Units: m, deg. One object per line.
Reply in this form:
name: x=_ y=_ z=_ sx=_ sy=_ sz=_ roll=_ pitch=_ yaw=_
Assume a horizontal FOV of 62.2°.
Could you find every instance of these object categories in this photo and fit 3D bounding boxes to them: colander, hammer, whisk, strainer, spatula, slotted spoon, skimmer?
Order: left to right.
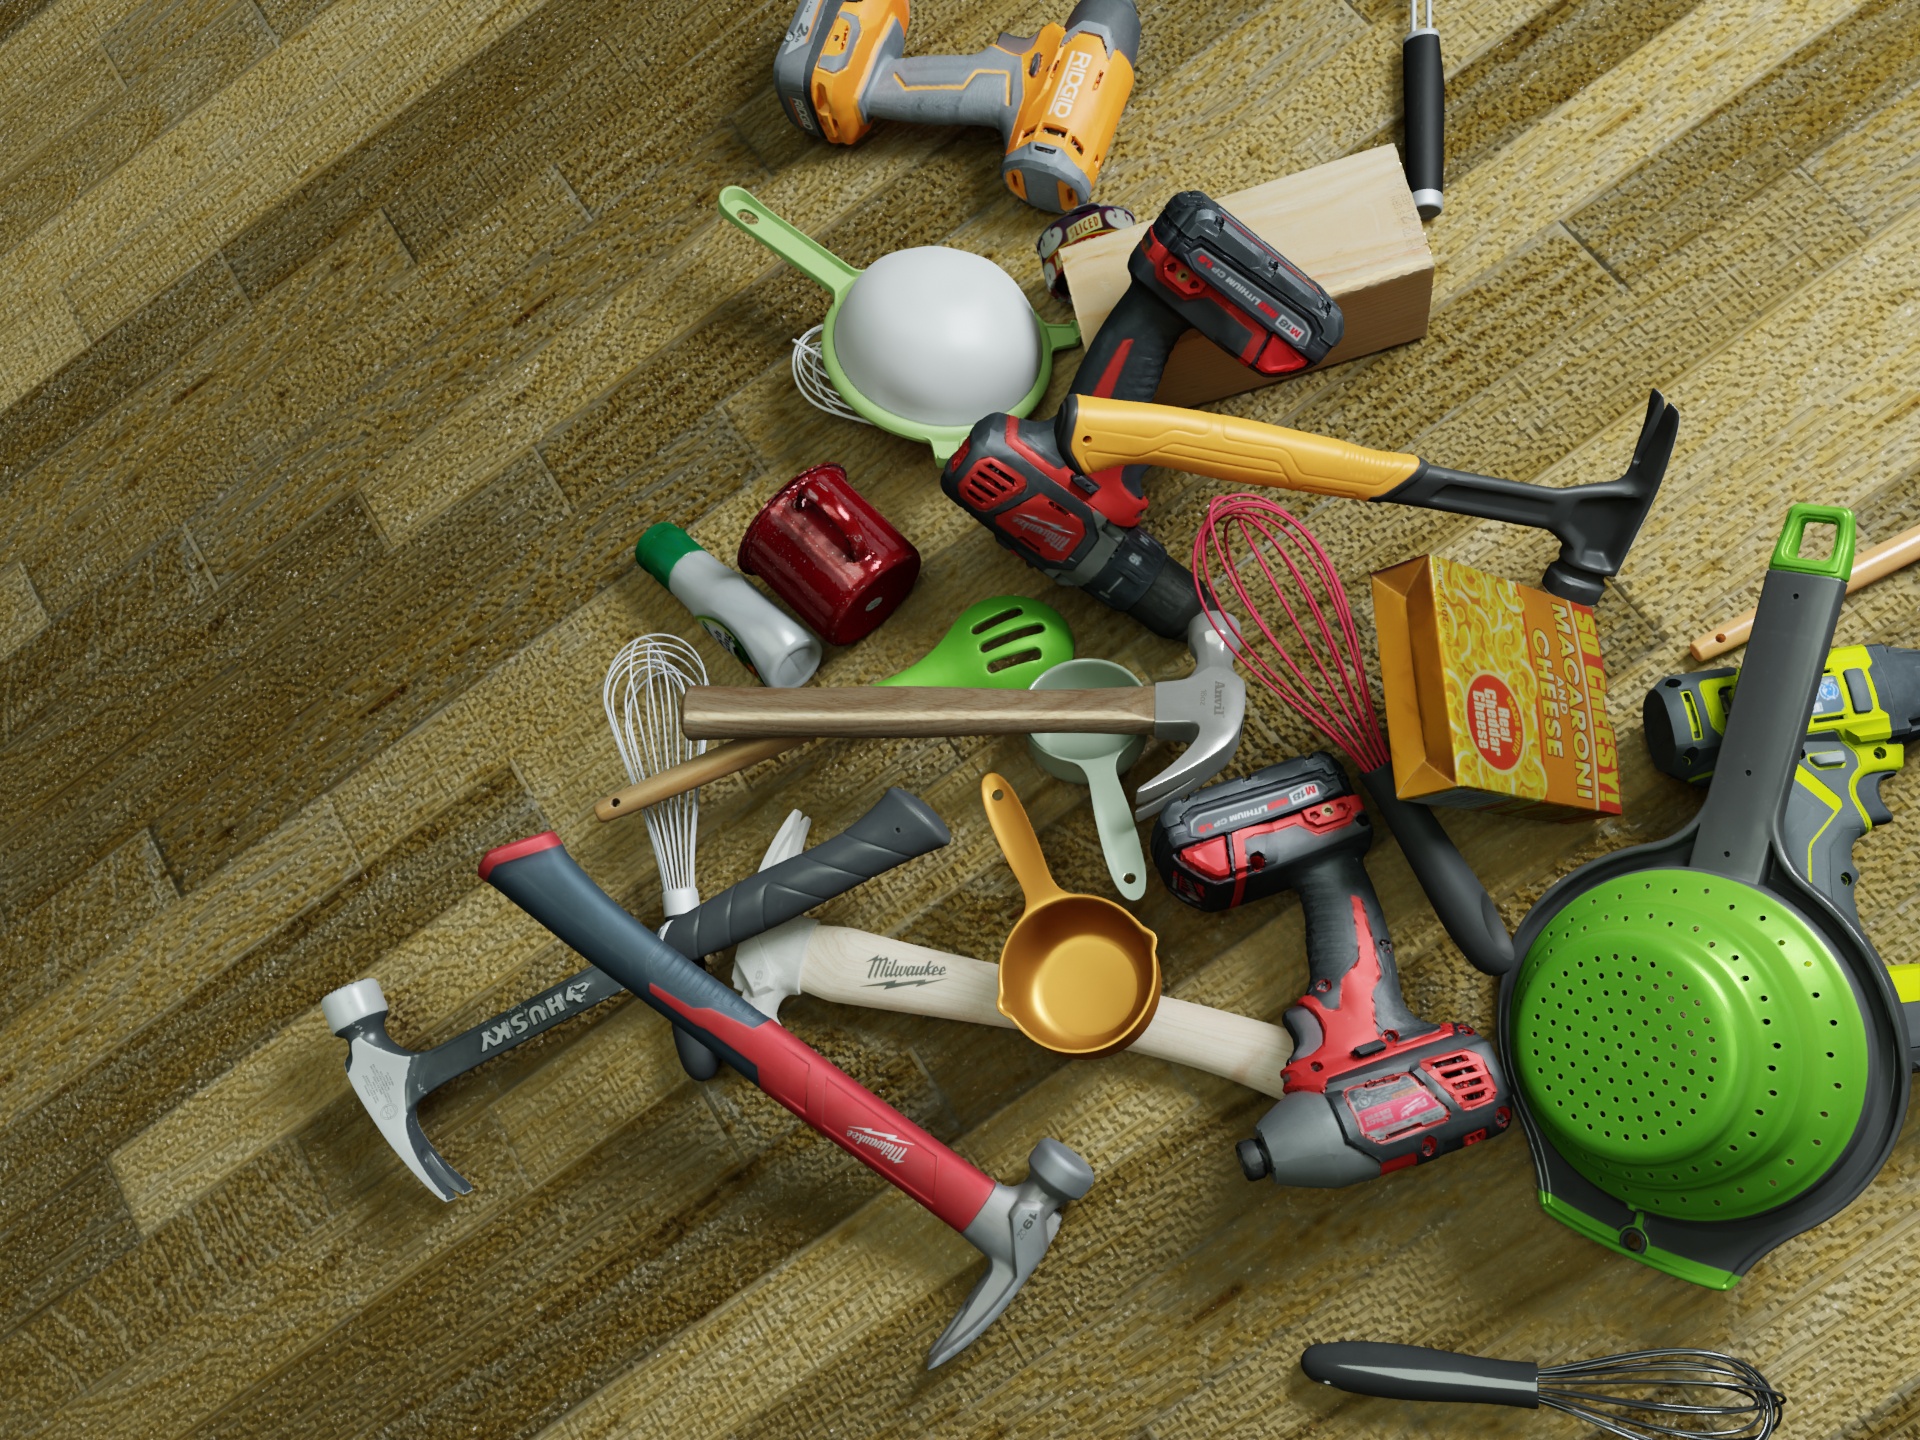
hammer: x=-0.190 y=0.149 z=0.954 sx=0.409 sy=0.036 sz=0.149 roll=-27 pitch=82 yaw=10
whisk: x=-0.181 y=0.083 z=1.000 sx=0.070 sy=0.070 sz=0.285 roll=-11 pitch=79 yaw=10
hammer: x=-0.120 y=0.202 z=0.905 sx=0.386 sy=0.038 sz=0.143 roll=36 pitch=91 yaw=1
slotted spoon: x=-0.076 y=-0.002 z=0.977 sx=0.314 sy=0.031 sz=0.070 roll=-23 pitch=73 yaw=-4
strainer: x=-0.053 y=-0.284 z=1.012 sx=0.256 sy=0.069 sz=0.151 roll=37 pitch=63 yaw=10
whisk: x=-0.009 y=-0.187 z=1.029 sx=0.246 sy=0.059 sz=0.058 roll=32 pitch=99 yaw=13
hammer: x=-0.001 y=-0.003 z=0.930 sx=0.331 sy=0.031 sz=0.130 roll=-1 pitch=54 yaw=8
hammer: x=0.064 y=0.160 z=0.933 sx=0.411 sy=0.038 sz=0.146 roll=10 pitch=78 yaw=15
whisk: x=0.211 y=0.008 z=0.848 sx=0.073 sy=0.073 sz=0.296 roll=-31 pitch=89 yaw=4
hammer: x=0.218 y=-0.143 z=0.872 sx=0.337 sy=0.127 sz=0.034 roll=8 pitch=35 yaw=-8
skimmer: x=0.278 y=-0.503 z=1.017 sx=0.127 sy=0.090 sz=0.363 roll=-8 pitch=75 yaw=44
whisk: x=0.299 y=0.347 z=0.831 sx=0.239 sy=0.055 sz=0.055 roll=-1 pitch=76 yaw=18
colander: x=0.365 y=0.081 z=0.785 sx=0.205 sy=0.094 sz=0.397 roll=17 pitch=95 yaw=44
spatula: x=0.559 y=-0.115 z=0.883 sx=0.322 sy=0.041 sz=0.081 roll=-28 pitch=73 yaw=6

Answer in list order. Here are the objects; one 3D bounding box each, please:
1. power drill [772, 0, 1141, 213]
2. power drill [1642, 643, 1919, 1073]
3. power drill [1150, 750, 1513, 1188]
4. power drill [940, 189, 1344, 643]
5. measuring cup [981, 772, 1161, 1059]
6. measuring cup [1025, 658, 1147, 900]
power drill: x=0.006 y=-0.448 z=1.073 sx=0.226 sy=0.084 sz=0.164 roll=20 pitch=81 yaw=12
power drill: x=0.477 y=0.071 z=0.839 sx=0.171 sy=0.080 sz=0.223 roll=-9 pitch=72 yaw=6
power drill: x=0.187 y=0.140 z=0.862 sx=0.143 sy=0.078 sz=0.220 roll=-19 pitch=65 yaw=-3
power drill: x=0.122 y=-0.165 z=0.921 sx=0.187 sy=0.080 sz=0.226 roll=35 pitch=114 yaw=-12
measuring cup: x=0.053 y=0.111 z=0.906 sx=0.095 sy=0.052 sz=0.174 roll=-26 pitch=64 yaw=4
measuring cup: x=0.084 y=0.039 z=0.932 sx=0.083 sy=0.038 sz=0.168 roll=-13 pitch=55 yaw=1
